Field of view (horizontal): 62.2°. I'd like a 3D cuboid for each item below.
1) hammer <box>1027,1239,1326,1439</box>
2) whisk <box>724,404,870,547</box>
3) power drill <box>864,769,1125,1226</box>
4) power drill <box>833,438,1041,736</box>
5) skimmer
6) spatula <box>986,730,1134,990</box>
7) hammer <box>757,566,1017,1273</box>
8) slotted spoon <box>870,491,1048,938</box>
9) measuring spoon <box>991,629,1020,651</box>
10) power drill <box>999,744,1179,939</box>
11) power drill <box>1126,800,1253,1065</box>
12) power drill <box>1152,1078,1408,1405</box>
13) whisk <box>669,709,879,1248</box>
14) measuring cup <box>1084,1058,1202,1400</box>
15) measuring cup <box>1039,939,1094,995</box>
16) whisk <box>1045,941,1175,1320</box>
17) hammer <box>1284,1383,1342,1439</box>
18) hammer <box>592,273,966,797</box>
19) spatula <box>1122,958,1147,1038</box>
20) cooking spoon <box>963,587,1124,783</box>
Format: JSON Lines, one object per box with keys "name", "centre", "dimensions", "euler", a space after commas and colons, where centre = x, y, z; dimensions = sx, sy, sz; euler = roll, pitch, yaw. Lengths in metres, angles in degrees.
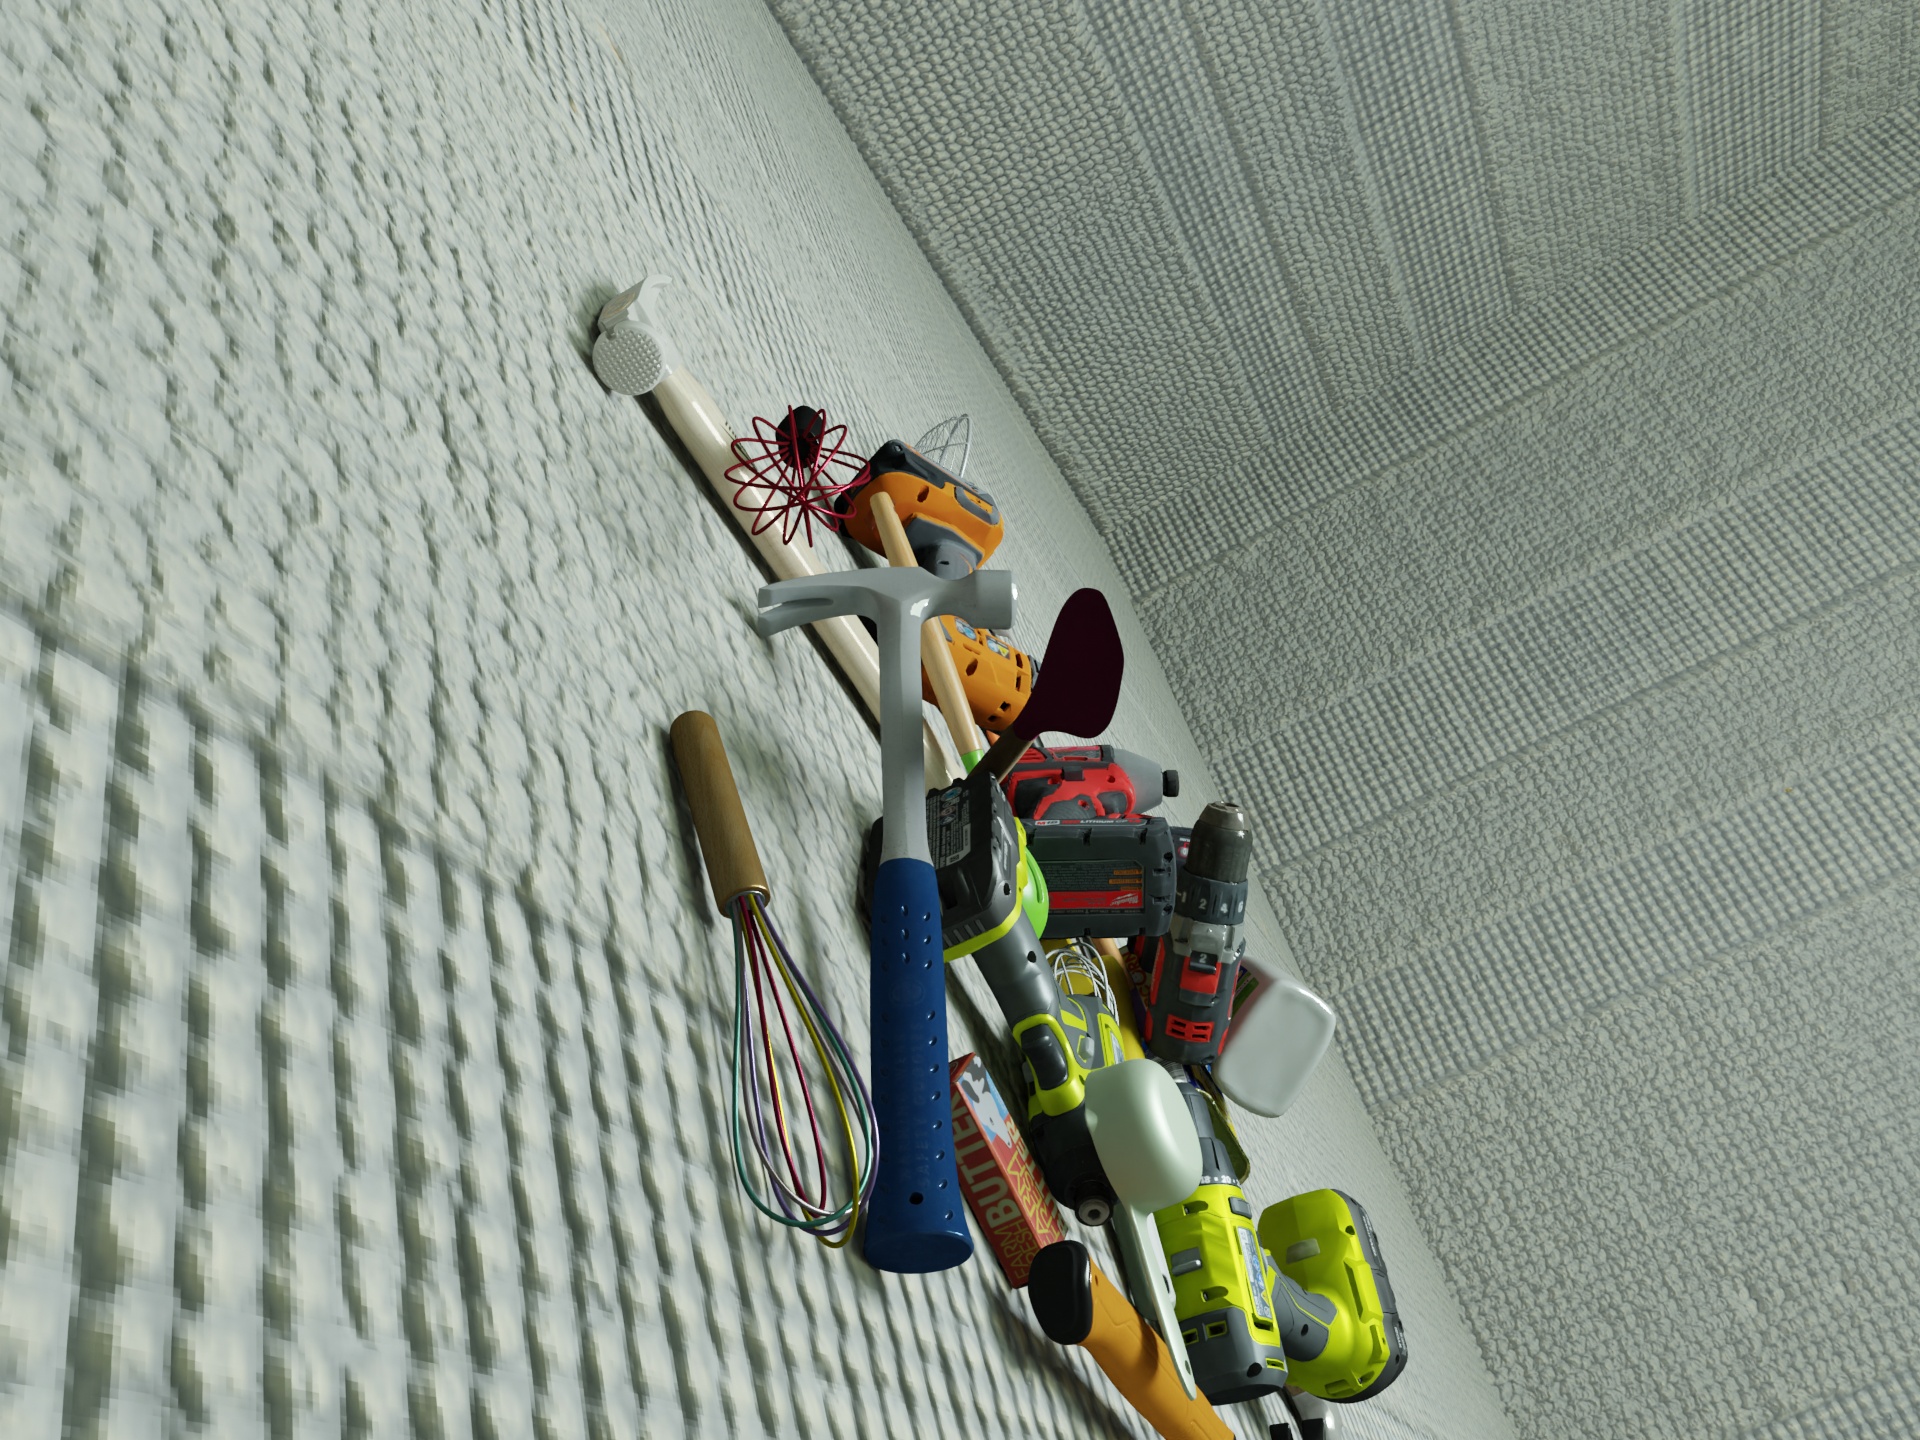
{"name": "hammer", "centre": [0.121, 0.355, 0.814], "dimensions": [0.336, 0.034, 0.127], "euler": [56, 28, -34]}
{"name": "whisk", "centre": [-0.091, -0.148, 0.883], "dimensions": [0.073, 0.073, 0.296], "euler": [59, 4, -17]}
{"name": "power drill", "centre": [0.033, 0.155, 0.876], "dimensions": [0.223, 0.080, 0.171], "euler": [61, 11, -21]}
{"name": "power drill", "centre": [-0.030, -0.102, 1.142], "dimensions": [0.164, 0.084, 0.227], "euler": [27, 33, -31]}
{"name": "skimmer", "centre": [0.037, -0.100, 1.449], "dimensions": [0.363, 0.090, 0.127], "euler": [65, -20, 3]}
{"name": "spatula", "centre": [0.075, 0.074, 1.316], "dimensions": [0.323, 0.041, 0.081], "euler": [64, 10, 21]}
{"name": "hammer", "centre": [-0.032, 0.063, 0.756], "dimensions": [0.406, 0.144, 0.035], "euler": [-94, -174, -45]}
{"name": "slotted spoon", "centre": [-0.002, -0.003, 1.015], "dimensions": [0.070, 0.031, 0.314], "euler": [40, 29, -78]}
{"name": "measuring spoon", "centre": [0.054, -0.067, 1.655], "dimensions": [0.034, 0.018, 0.124], "euler": [-101, 167, -55]}
{"name": "power drill", "centre": [0.093, 0.075, 1.140], "dimensions": [0.220, 0.143, 0.078], "euler": [-84, 173, -72]}
{"name": "power drill", "centre": [0.179, 0.138, 1.206], "dimensions": [0.227, 0.080, 0.188], "euler": [-59, 158, -80]}
{"name": "power drill", "centre": [0.195, 0.346, 1.033], "dimensions": [0.228, 0.080, 0.191], "euler": [34, 37, -45]}
{"name": "whisk", "centre": [-0.081, 0.091, 0.620], "dimensions": [0.047, 0.051, 0.245], "euler": [82, -12, -51]}
{"name": "measuring cup", "centre": [0.104, 0.244, 0.784], "dimensions": [0.083, 0.038, 0.168], "euler": [47, 22, -48]}
{"name": "measuring cup", "centre": [0.063, 0.158, 1.151], "dimensions": [0.062, 0.029, 0.157], "euler": [60, 0, -14]}
{"name": "whisk", "centre": [0.092, 0.249, 0.991], "dimensions": [0.057, 0.059, 0.247], "euler": [17, 44, -36]}
{"name": "hammer", "centre": [0.192, 0.398, 1.123], "dimensions": [0.331, 0.031, 0.130], "euler": [56, 13, -27]}
{"name": "hammer", "centre": [-0.090, -0.084, 0.983], "dimensions": [0.410, 0.038, 0.146], "euler": [57, 11, -27]}
{"name": "spatula", "centre": [0.102, 0.143, 1.336], "dimensions": [0.059, 0.018, 0.316], "euler": [97, -27, -60]}
{"name": "cooking spoon", "centre": [0.028, 0.014, 0.877], "dimensions": [0.318, 0.017, 0.069], "euler": [125, -49, -63]}
